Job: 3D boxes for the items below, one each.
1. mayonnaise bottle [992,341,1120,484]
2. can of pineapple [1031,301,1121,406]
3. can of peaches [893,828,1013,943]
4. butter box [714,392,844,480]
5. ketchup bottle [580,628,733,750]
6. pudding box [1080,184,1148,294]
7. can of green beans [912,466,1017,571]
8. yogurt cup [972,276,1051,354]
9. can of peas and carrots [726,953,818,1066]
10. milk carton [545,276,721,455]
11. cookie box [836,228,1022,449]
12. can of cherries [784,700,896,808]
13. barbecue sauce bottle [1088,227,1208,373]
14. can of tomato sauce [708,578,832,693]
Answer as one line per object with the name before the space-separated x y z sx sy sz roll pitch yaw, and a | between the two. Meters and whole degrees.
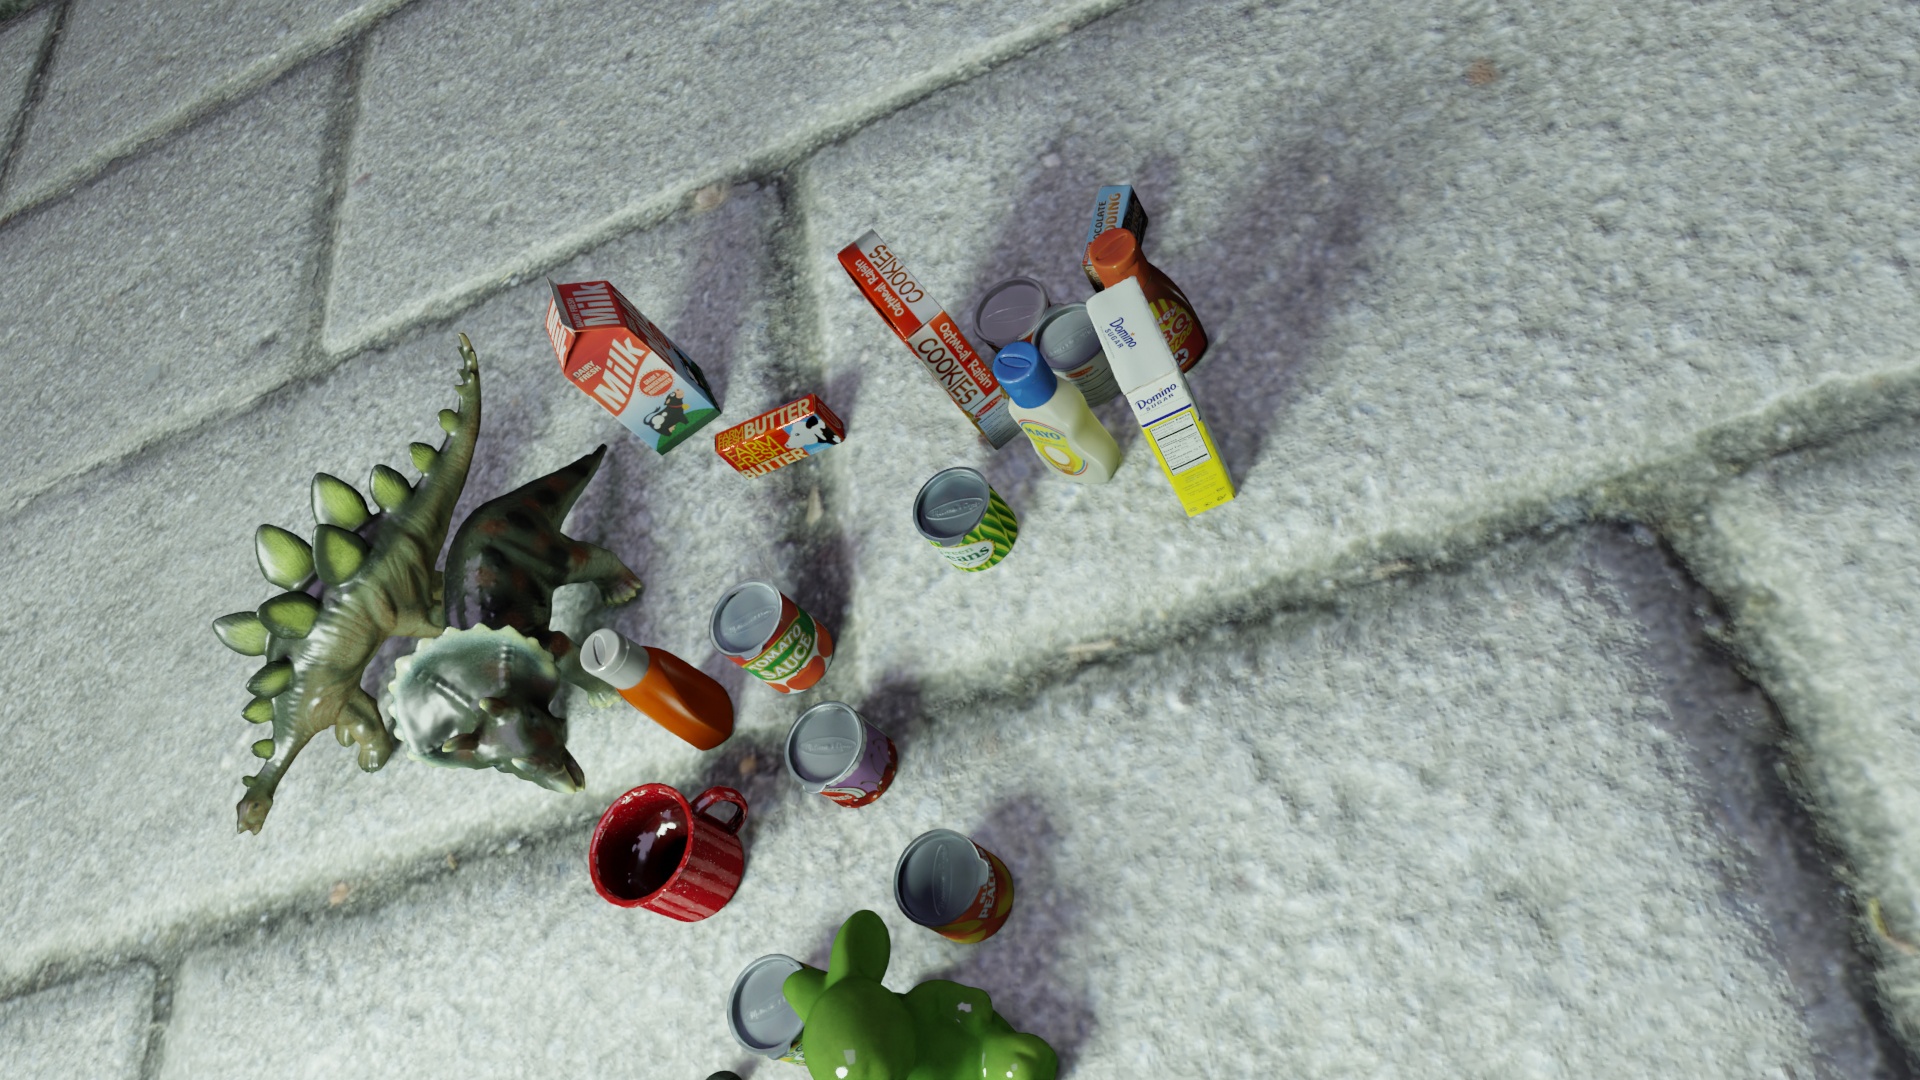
mayonnaise bottle | 0.069 -0.095 1.047 0.065 0.147 0.041 15 71 34
can of pineapple | 0.098 -0.151 1.121 0.071 0.057 0.071 -13 58 21
can of peaches | -0.002 0.237 0.951 0.071 0.058 0.071 -13 58 21
butter box | -0.160 -0.090 1.225 0.103 0.053 0.024 -20 56 17
ketchup bottle | -0.236 0.113 1.088 0.043 0.148 0.065 -31 53 10
pudding box | 0.130 -0.252 1.168 0.030 0.049 0.084 2 64 29
can of green beans | 0.004 -0.016 1.093 0.071 0.057 0.071 -13 58 21
yogurt cup | 0.051 -0.179 1.165 0.072 0.053 0.073 -13 58 21
can of peas and carrots | -0.117 0.327 0.960 0.071 0.058 0.071 -13 58 21
milk carton | -0.306 -0.164 1.258 0.073 0.190 0.072 -35 53 7
cookie box | -0.022 -0.160 1.120 0.040 0.167 0.123 -40 52 3
can of cherries | -0.090 0.163 1.040 0.071 0.058 0.072 -13 58 21
barbecue sauce bottle | 0.139 -0.179 1.058 0.065 0.148 0.044 -40 52 3
can of tomato sauce | -0.148 0.079 1.103 0.071 0.083 0.071 -13 58 21
